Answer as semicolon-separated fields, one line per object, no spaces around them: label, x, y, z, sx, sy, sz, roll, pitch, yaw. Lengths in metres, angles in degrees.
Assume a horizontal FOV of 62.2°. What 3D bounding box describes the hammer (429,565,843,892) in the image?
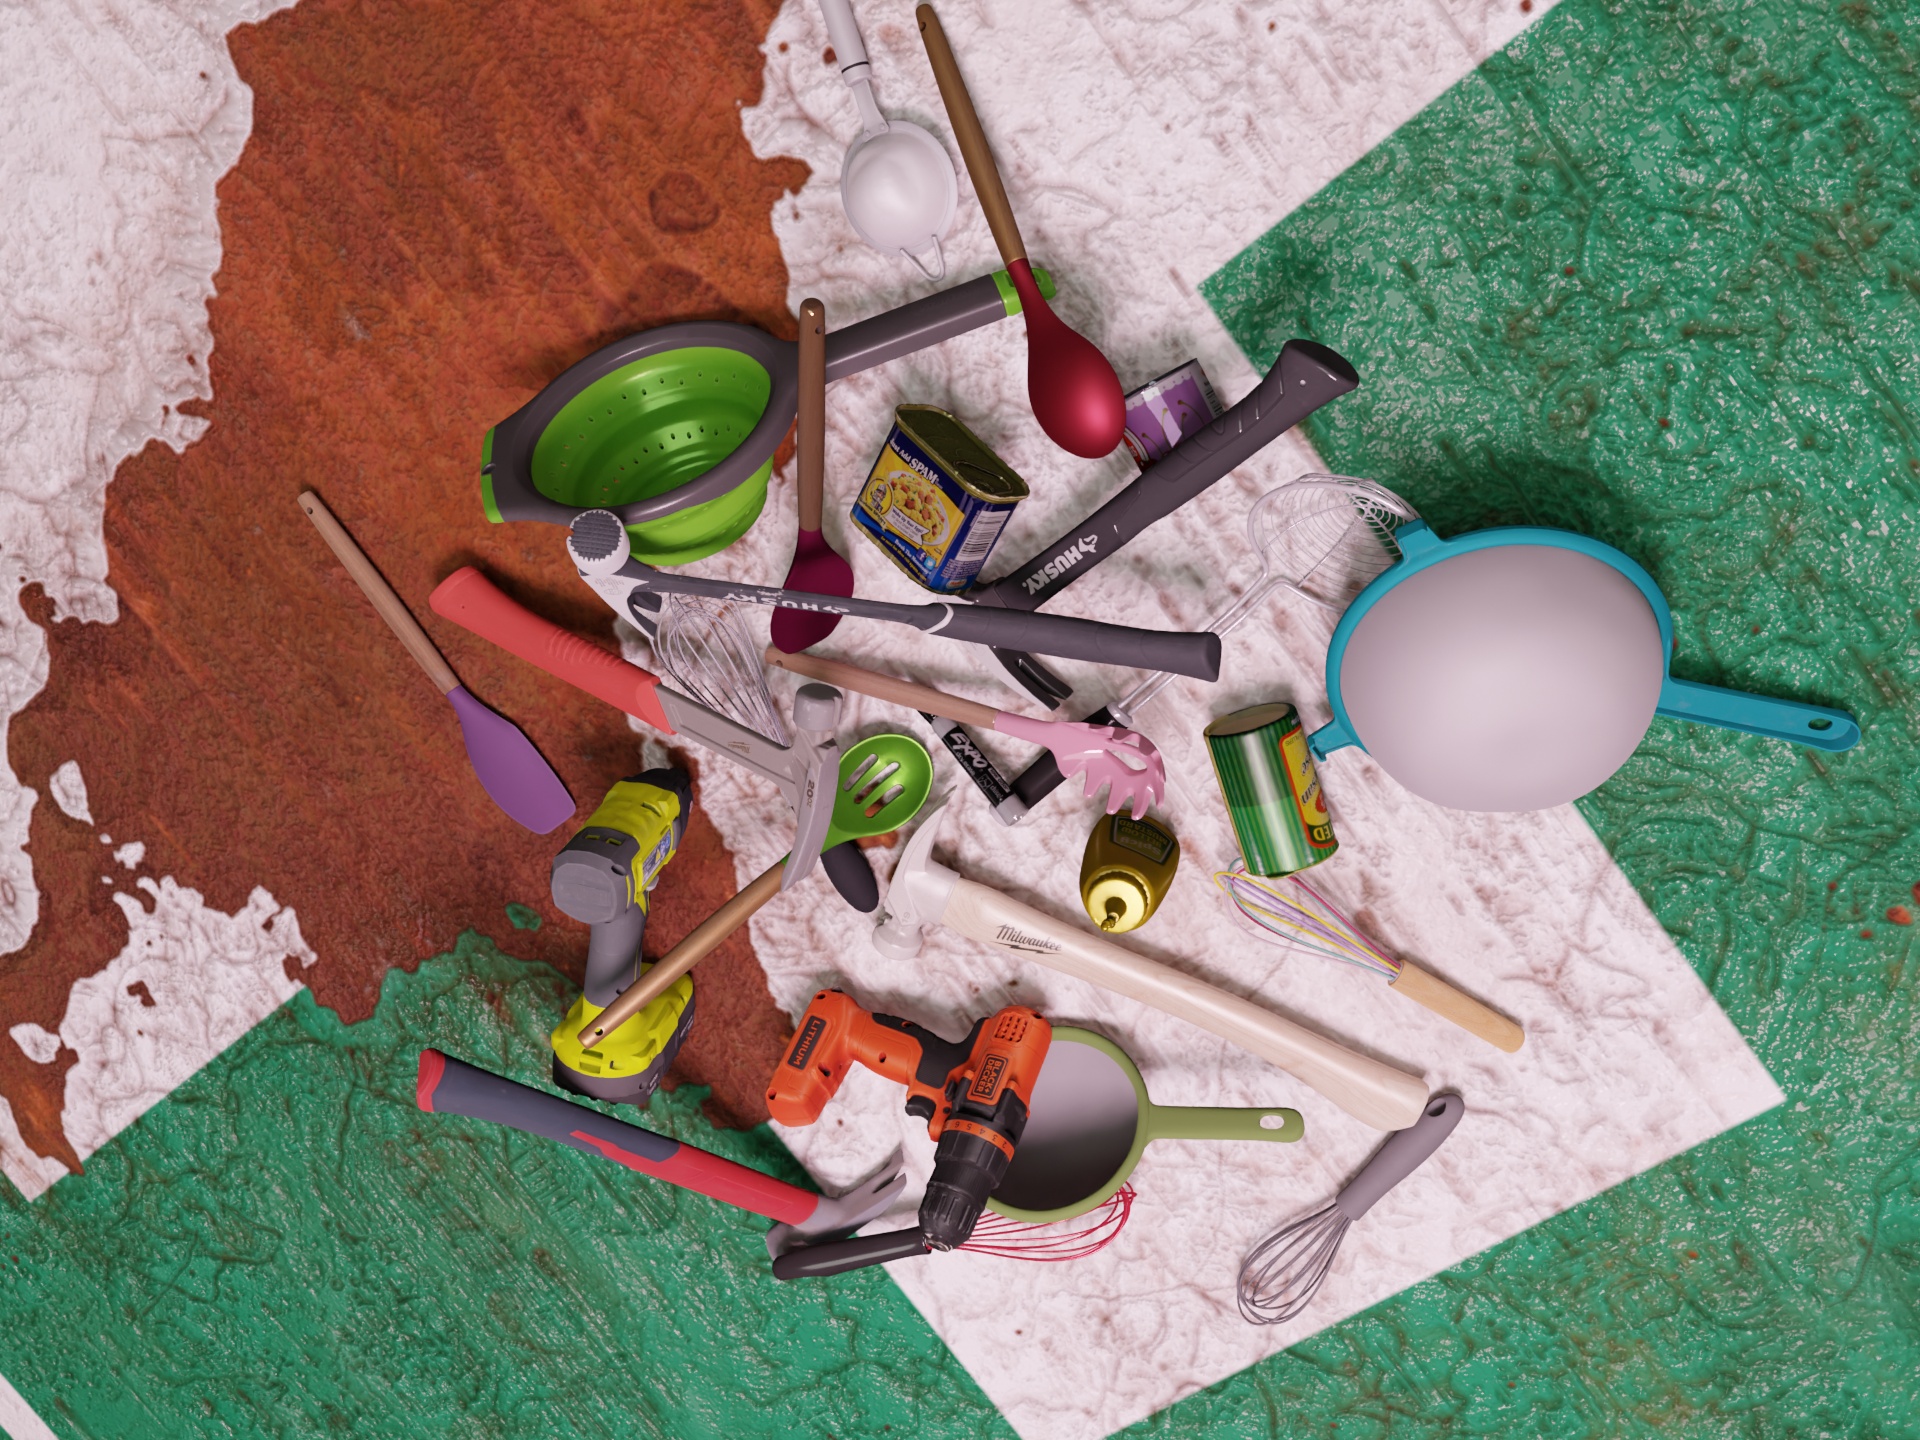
hammer;-0.239;-0.017;1.128;0.359;0.037;0.149;25;119;23

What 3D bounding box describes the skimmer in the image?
skimmer;0.153;-0.028;1.058;0.127;0.090;0.363;40;113;-21

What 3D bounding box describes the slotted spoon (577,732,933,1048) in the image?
slotted spoon;-0.144;0.120;1.124;0.314;0.031;0.070;-41;103;-16

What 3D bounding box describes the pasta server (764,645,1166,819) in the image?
pasta server;-0.002;-0.004;1.100;0.316;0.040;0.060;16;127;21

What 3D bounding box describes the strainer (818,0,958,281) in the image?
strainer;-0.066;-0.408;1.027;0.087;0.050;0.258;-14;99;31

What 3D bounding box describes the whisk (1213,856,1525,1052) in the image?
whisk;0.285;0.165;1.116;0.245;0.051;0.047;30;131;-1

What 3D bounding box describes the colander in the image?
colander;-0.119;-0.199;1.070;0.397;0.205;0.094;-19;136;2

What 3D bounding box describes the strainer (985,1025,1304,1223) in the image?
strainer;0.121;0.302;1.151;0.256;0.152;0.069;-4;141;17

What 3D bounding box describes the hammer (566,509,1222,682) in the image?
hammer;-0.035;-0.065;1.013;0.409;0.149;0.036;8;75;0

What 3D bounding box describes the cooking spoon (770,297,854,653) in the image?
cooking spoon;-0.096;-0.144;1.019;0.017;0.069;0.318;52;155;25

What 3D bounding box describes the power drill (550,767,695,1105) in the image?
power drill;-0.242;0.153;1.174;0.080;0.171;0.223;12;117;8

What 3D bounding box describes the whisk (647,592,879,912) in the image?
whisk;-0.135;0.023;1.162;0.070;0.070;0.284;-26;104;19

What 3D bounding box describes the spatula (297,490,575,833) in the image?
spatula;-0.408;-0.043;1.224;0.060;0.018;0.316;-33;97;21

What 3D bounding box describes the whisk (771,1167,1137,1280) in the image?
whisk;-0.007;0.395;1.222;0.296;0.073;0.073;-15;102;11

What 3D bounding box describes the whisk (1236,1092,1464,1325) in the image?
whisk;0.285;0.359;1.167;0.055;0.055;0.239;38;107;0

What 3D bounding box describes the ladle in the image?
ladle;0.029;-0.309;0.993;0.069;0.031;0.315;-28;78;46

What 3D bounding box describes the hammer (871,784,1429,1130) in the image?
hammer;0.143;0.184;1.143;0.410;0.038;0.146;23;121;4

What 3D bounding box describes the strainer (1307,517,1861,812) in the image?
strainer;0.398;0.002;0.979;0.340;0.095;0.210;11;132;-2

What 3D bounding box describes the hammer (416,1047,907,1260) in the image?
hammer;-0.216;0.309;1.164;0.143;0.038;0.386;-40;128;23

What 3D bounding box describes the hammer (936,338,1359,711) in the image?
hammer;0.113;-0.129;1.010;0.334;0.035;0.146;-34;94;40
